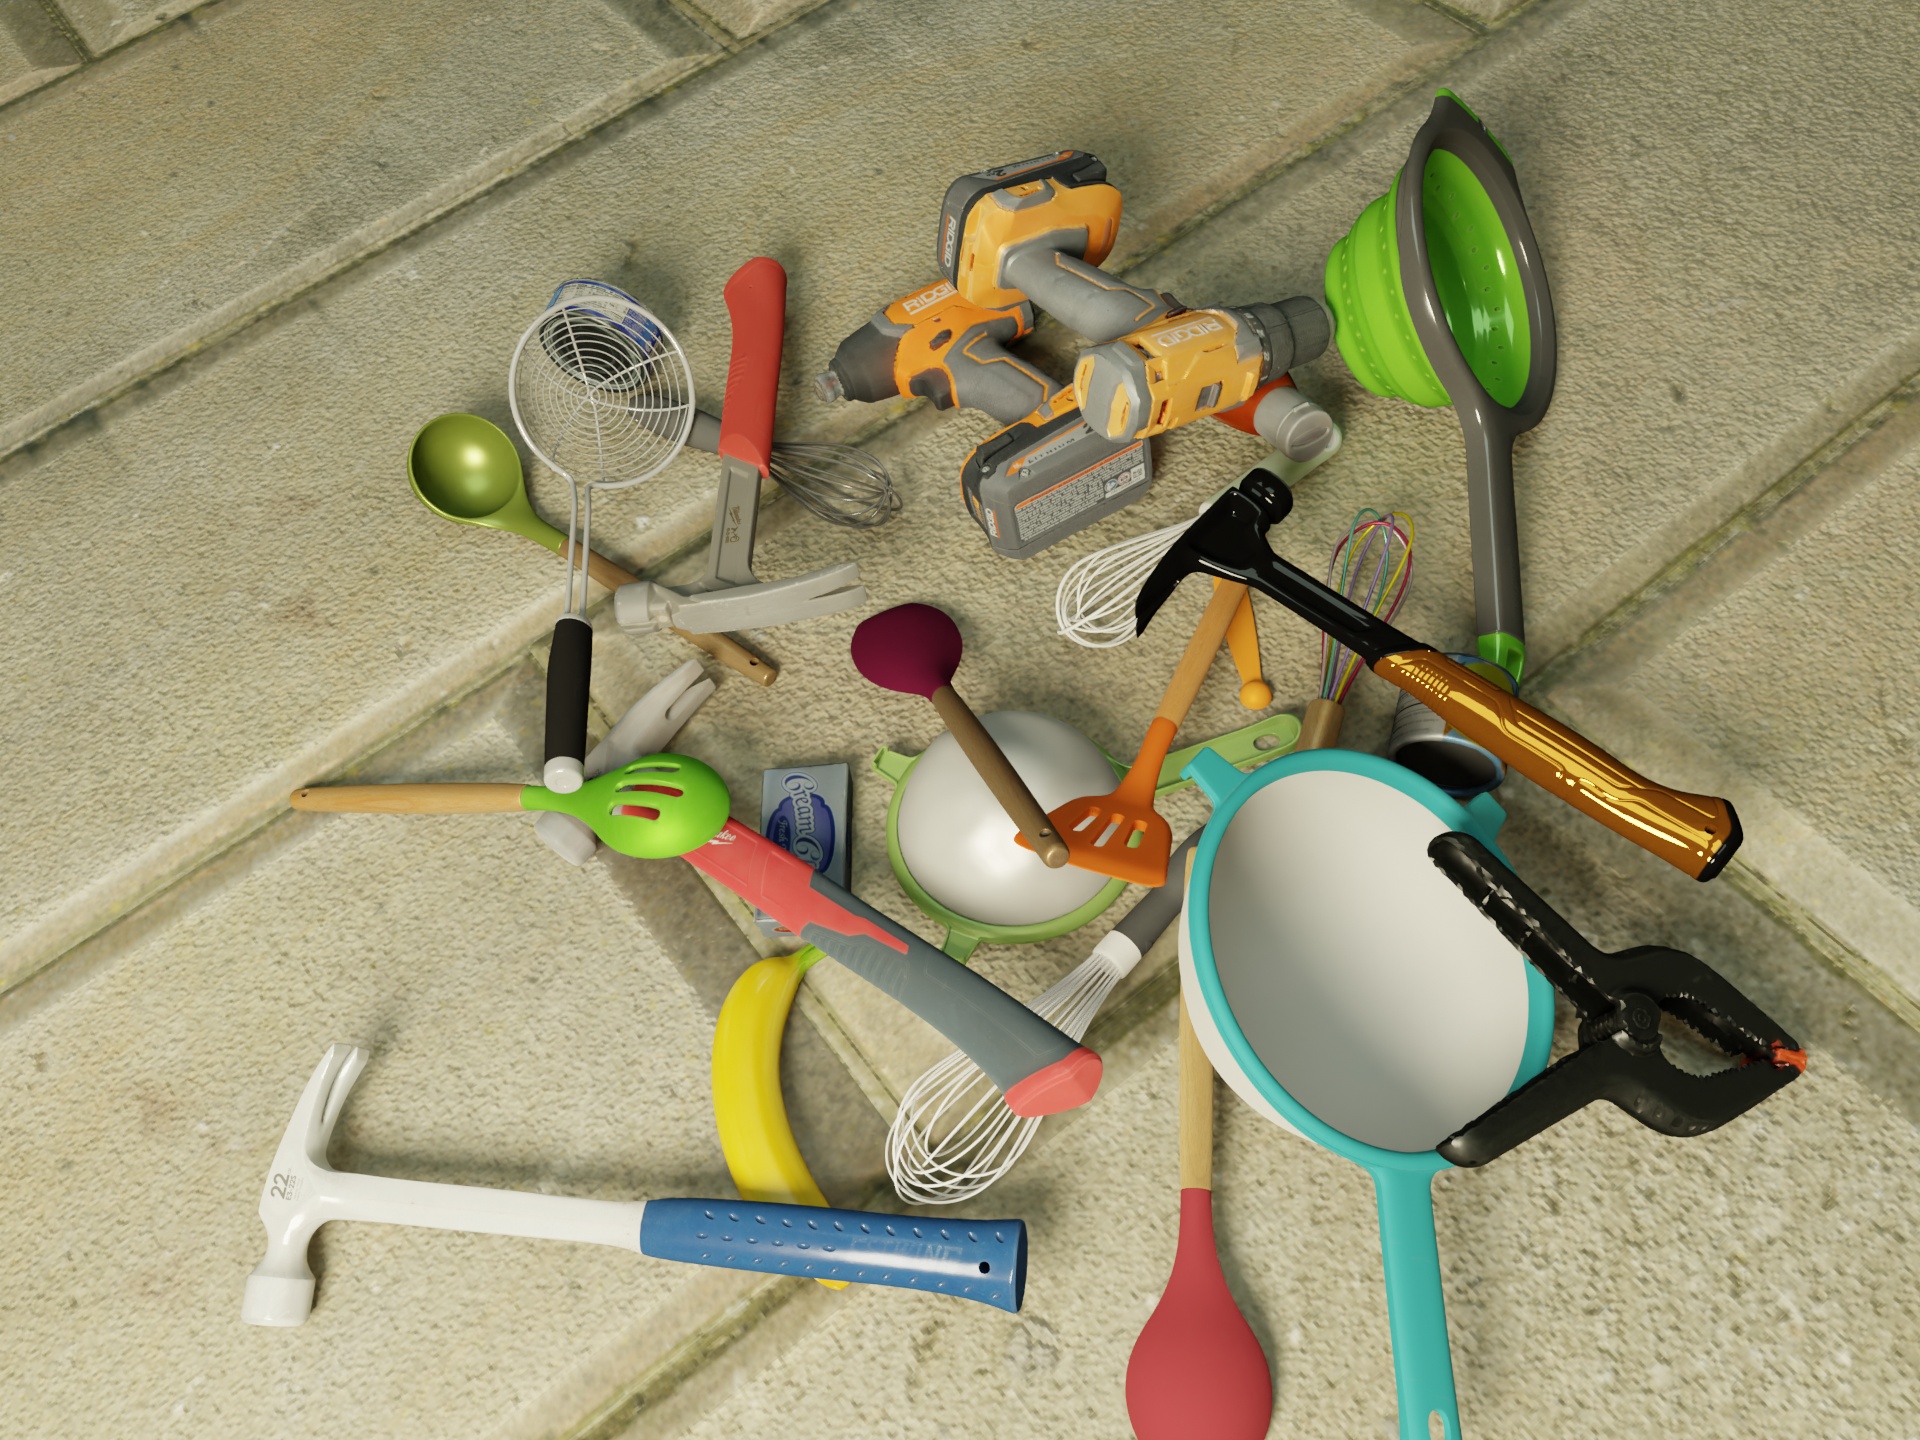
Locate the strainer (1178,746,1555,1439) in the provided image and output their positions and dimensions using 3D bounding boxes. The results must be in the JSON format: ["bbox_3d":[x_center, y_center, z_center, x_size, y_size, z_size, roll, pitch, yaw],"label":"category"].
[{"bbox_3d":[0.189,0.186,0.783,0.211,0.095,0.341,9,65,-21],"label":"strainer"}]

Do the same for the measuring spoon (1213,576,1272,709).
[{"bbox_3d":[0.174,-0.058,0.990,0.021,0.011,0.117,-8,57,3],"label":"measuring spoon"}]

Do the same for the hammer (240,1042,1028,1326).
[{"bbox_3d":[-0.168,0.248,0.801,0.405,0.035,0.144,1,73,13],"label":"hammer"}]

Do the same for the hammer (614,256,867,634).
[{"bbox_3d":[-0.132,-0.195,1.050,0.149,0.036,0.359,-8,47,8],"label":"hammer"}]

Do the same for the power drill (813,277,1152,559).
[{"bbox_3d":[0.009,-0.213,1.074,0.164,0.084,0.227,-28,54,-9],"label":"power drill"}]

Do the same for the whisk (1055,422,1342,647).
[{"bbox_3d":[0.156,-0.124,1.019,0.246,0.059,0.058,-36,97,-19],"label":"whisk"}]

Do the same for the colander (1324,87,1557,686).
[{"bbox_3d":[0.299,-0.197,1.011,0.094,0.204,0.397,-13,68,41],"label":"colander"}]

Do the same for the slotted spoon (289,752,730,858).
[{"bbox_3d":[-0.278,0.048,0.944,0.314,0.031,0.070,-1,52,24],"label":"slotted spoon"}]

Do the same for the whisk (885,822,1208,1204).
[{"bbox_3d":[0.064,0.149,0.855,0.070,0.070,0.284,35,63,25],"label":"whisk"}]

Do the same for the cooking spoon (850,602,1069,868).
[{"bbox_3d":[-0.001,-0.003,0.901,0.069,0.017,0.319,-23,32,-8],"label":"cooking spoon"}]

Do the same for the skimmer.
[{"bbox_3d":[-0.227,-0.121,0.989,0.127,0.090,0.364,18,43,-28],"label":"skimmer"}]

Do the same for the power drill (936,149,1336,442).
[{"bbox_3d":[0.113,-0.276,1.018,0.185,0.084,0.226,-23,56,-26],"label":"power drill"}]

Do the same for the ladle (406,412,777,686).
[{"bbox_3d":[-0.247,-0.112,1.061,0.320,0.062,0.078,32,60,22],"label":"ladle"}]

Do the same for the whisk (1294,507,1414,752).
[{"bbox_3d":[0.222,-0.027,0.930,0.047,0.051,0.245,6,61,32],"label":"whisk"}]

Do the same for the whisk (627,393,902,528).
[{"bbox_3d":[-0.140,-0.185,1.099,0.239,0.055,0.055,24,64,26],"label":"whisk"}]

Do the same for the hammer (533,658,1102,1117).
[{"bbox_3d":[-0.072,0.089,0.870,0.387,0.038,0.143,27,69,35],"label":"hammer"}]

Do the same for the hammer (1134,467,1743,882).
[{"bbox_3d":[0.255,-0.016,0.860,0.337,0.034,0.127,36,69,25],"label":"hammer"}]

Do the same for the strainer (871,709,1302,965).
[{"bbox_3d":[0.079,0.031,0.913,0.256,0.069,0.152,-18,57,-6],"label":"strainer"}]

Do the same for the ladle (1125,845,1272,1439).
[{"bbox_3d":[0.120,0.211,0.802,0.069,0.031,0.316,2,63,5],"label":"ladle"}]

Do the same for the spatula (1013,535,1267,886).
[{"bbox_3d":[0.125,-0.019,0.906,0.081,0.041,0.323,16,48,17],"label":"spatula"}]
